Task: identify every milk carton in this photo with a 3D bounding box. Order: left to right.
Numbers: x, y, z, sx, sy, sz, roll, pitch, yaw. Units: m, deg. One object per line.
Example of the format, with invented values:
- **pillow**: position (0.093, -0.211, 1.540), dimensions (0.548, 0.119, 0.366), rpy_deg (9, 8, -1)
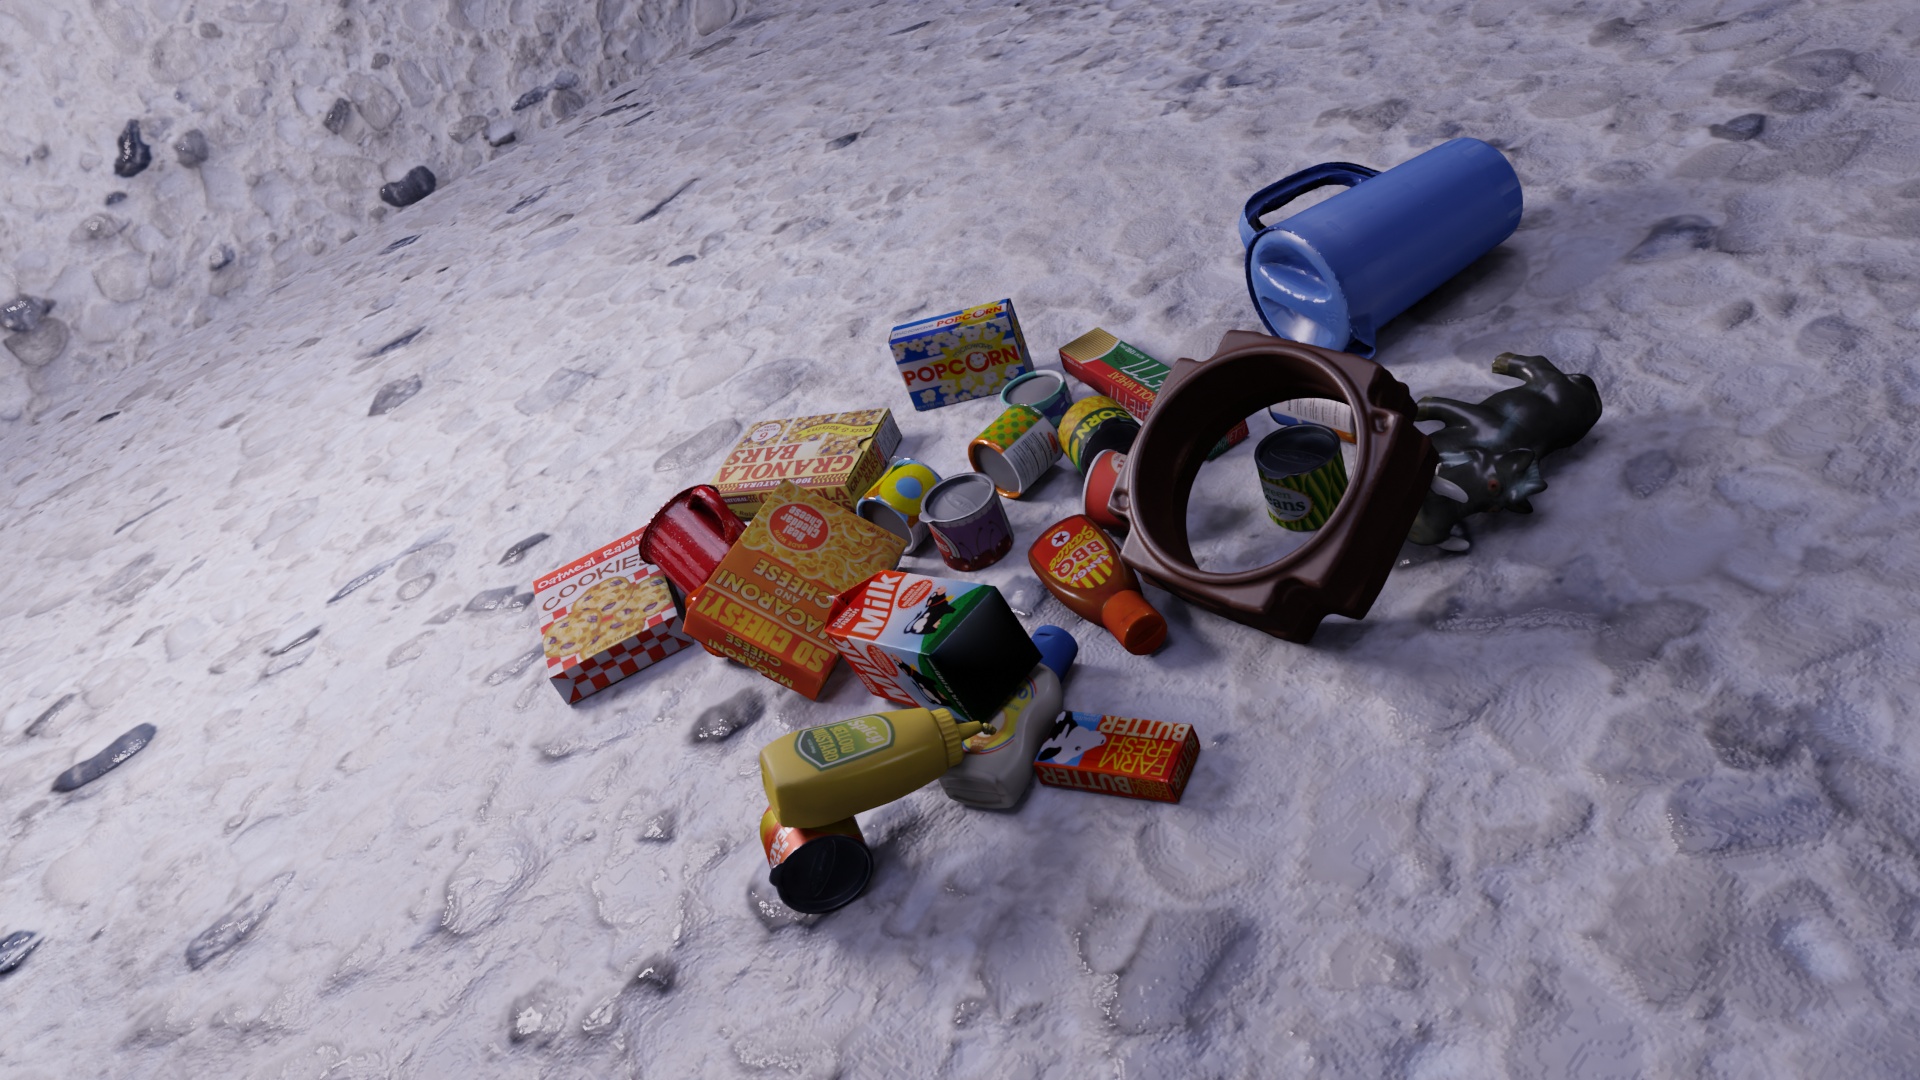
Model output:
- **milk carton**: position (-0.034, 0.075, 1.039), dimensions (0.074, 0.072, 0.190), rpy_deg (-45, 26, -24)

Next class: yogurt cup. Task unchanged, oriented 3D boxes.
- **yogurt cup**: position (0.138, -0.037, 1.140), dimensions (0.054, 0.072, 0.073), rpy_deg (13, 47, 30)

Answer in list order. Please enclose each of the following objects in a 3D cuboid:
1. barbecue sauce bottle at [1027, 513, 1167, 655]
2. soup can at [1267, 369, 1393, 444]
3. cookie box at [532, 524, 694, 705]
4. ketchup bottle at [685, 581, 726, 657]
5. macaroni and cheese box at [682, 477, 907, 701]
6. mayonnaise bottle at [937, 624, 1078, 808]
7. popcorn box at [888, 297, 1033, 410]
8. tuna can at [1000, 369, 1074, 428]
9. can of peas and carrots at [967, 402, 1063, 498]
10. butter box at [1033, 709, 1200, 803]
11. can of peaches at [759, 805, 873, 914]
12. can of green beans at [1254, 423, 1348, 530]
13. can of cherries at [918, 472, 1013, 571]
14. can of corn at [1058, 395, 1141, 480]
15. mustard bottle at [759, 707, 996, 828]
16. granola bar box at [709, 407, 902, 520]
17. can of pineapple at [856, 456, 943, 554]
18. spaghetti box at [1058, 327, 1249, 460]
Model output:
- **barbecue sauce bottle**: position (0.109, 0.036, 1.072), dimensions (0.065, 0.043, 0.149), rpy_deg (-36, 36, -2)
- **soup can**: position (0.310, -0.119, 1.153), dimensions (0.071, 0.071, 0.084), rpy_deg (-40, 39, -24)
- **cookie box**: position (-0.322, 0.065, 1.278), dimensions (0.123, 0.040, 0.168), rpy_deg (-27, 36, -6)
- **ketchup bottle**: position (-0.167, 0.038, 1.211), dimensions (0.043, 0.064, 0.149), rpy_deg (16, 42, 43)
- **macaroni and cheese box**: position (-0.135, 0.039, 1.156), dimensions (0.124, 0.040, 0.167), rpy_deg (27, 49, 3)
- **mayonnaise bottle**: position (0.040, 0.123, 0.995), dimensions (0.064, 0.041, 0.149), rpy_deg (0, 40, 35)
- **popcorn box**: position (0.001, -0.186, 1.396), dimensions (0.126, 0.085, 0.038), rpy_deg (-12, 37, 15)
- **tuna can**: position (0.071, -0.131, 1.329), dimensions (0.071, 0.032, 0.071), rpy_deg (-15, 35, 11)
- **can of peas and carrots**: position (0.047, -0.080, 1.245), dimensions (0.071, 0.070, 0.059), rpy_deg (19, 52, 44)
- **butter box**: position (0.106, 0.146, 0.943), dimensions (0.103, 0.024, 0.053), rpy_deg (3, 41, 32)
- **can of peaches**: position (-0.100, 0.207, 0.936), dimensions (0.071, 0.071, 0.058), rpy_deg (-26, 34, -6)
- **can of green beans**: position (0.268, -0.050, 1.087), dimensions (0.071, 0.057, 0.071), rpy_deg (-15, 35, 11)
- **can of cherries**: position (0.004, -0.015, 1.187), dimensions (0.071, 0.058, 0.072), rpy_deg (-14, 36, 11)
- **can of corn**: position (0.124, -0.088, 1.207), dimensions (0.071, 0.071, 0.058), rpy_deg (-26, 34, -4)
- **mustard bottle**: position (-0.051, 0.143, 0.926), dimensions (0.161, 0.048, 0.065), rpy_deg (-15, 31, -18)
- **granola bar box**: position (-0.156, -0.075, 1.374), dimensions (0.165, 0.039, 0.125), rpy_deg (-4, 39, 26)
- **can of pineapple**: position (-0.051, -0.031, 1.231), dimensions (0.071, 0.070, 0.058), rpy_deg (11, 47, 39)
- **spaghetti box**: position (0.174, -0.141, 1.288), dimensions (0.050, 0.028, 0.251), rpy_deg (-31, 35, -11)
